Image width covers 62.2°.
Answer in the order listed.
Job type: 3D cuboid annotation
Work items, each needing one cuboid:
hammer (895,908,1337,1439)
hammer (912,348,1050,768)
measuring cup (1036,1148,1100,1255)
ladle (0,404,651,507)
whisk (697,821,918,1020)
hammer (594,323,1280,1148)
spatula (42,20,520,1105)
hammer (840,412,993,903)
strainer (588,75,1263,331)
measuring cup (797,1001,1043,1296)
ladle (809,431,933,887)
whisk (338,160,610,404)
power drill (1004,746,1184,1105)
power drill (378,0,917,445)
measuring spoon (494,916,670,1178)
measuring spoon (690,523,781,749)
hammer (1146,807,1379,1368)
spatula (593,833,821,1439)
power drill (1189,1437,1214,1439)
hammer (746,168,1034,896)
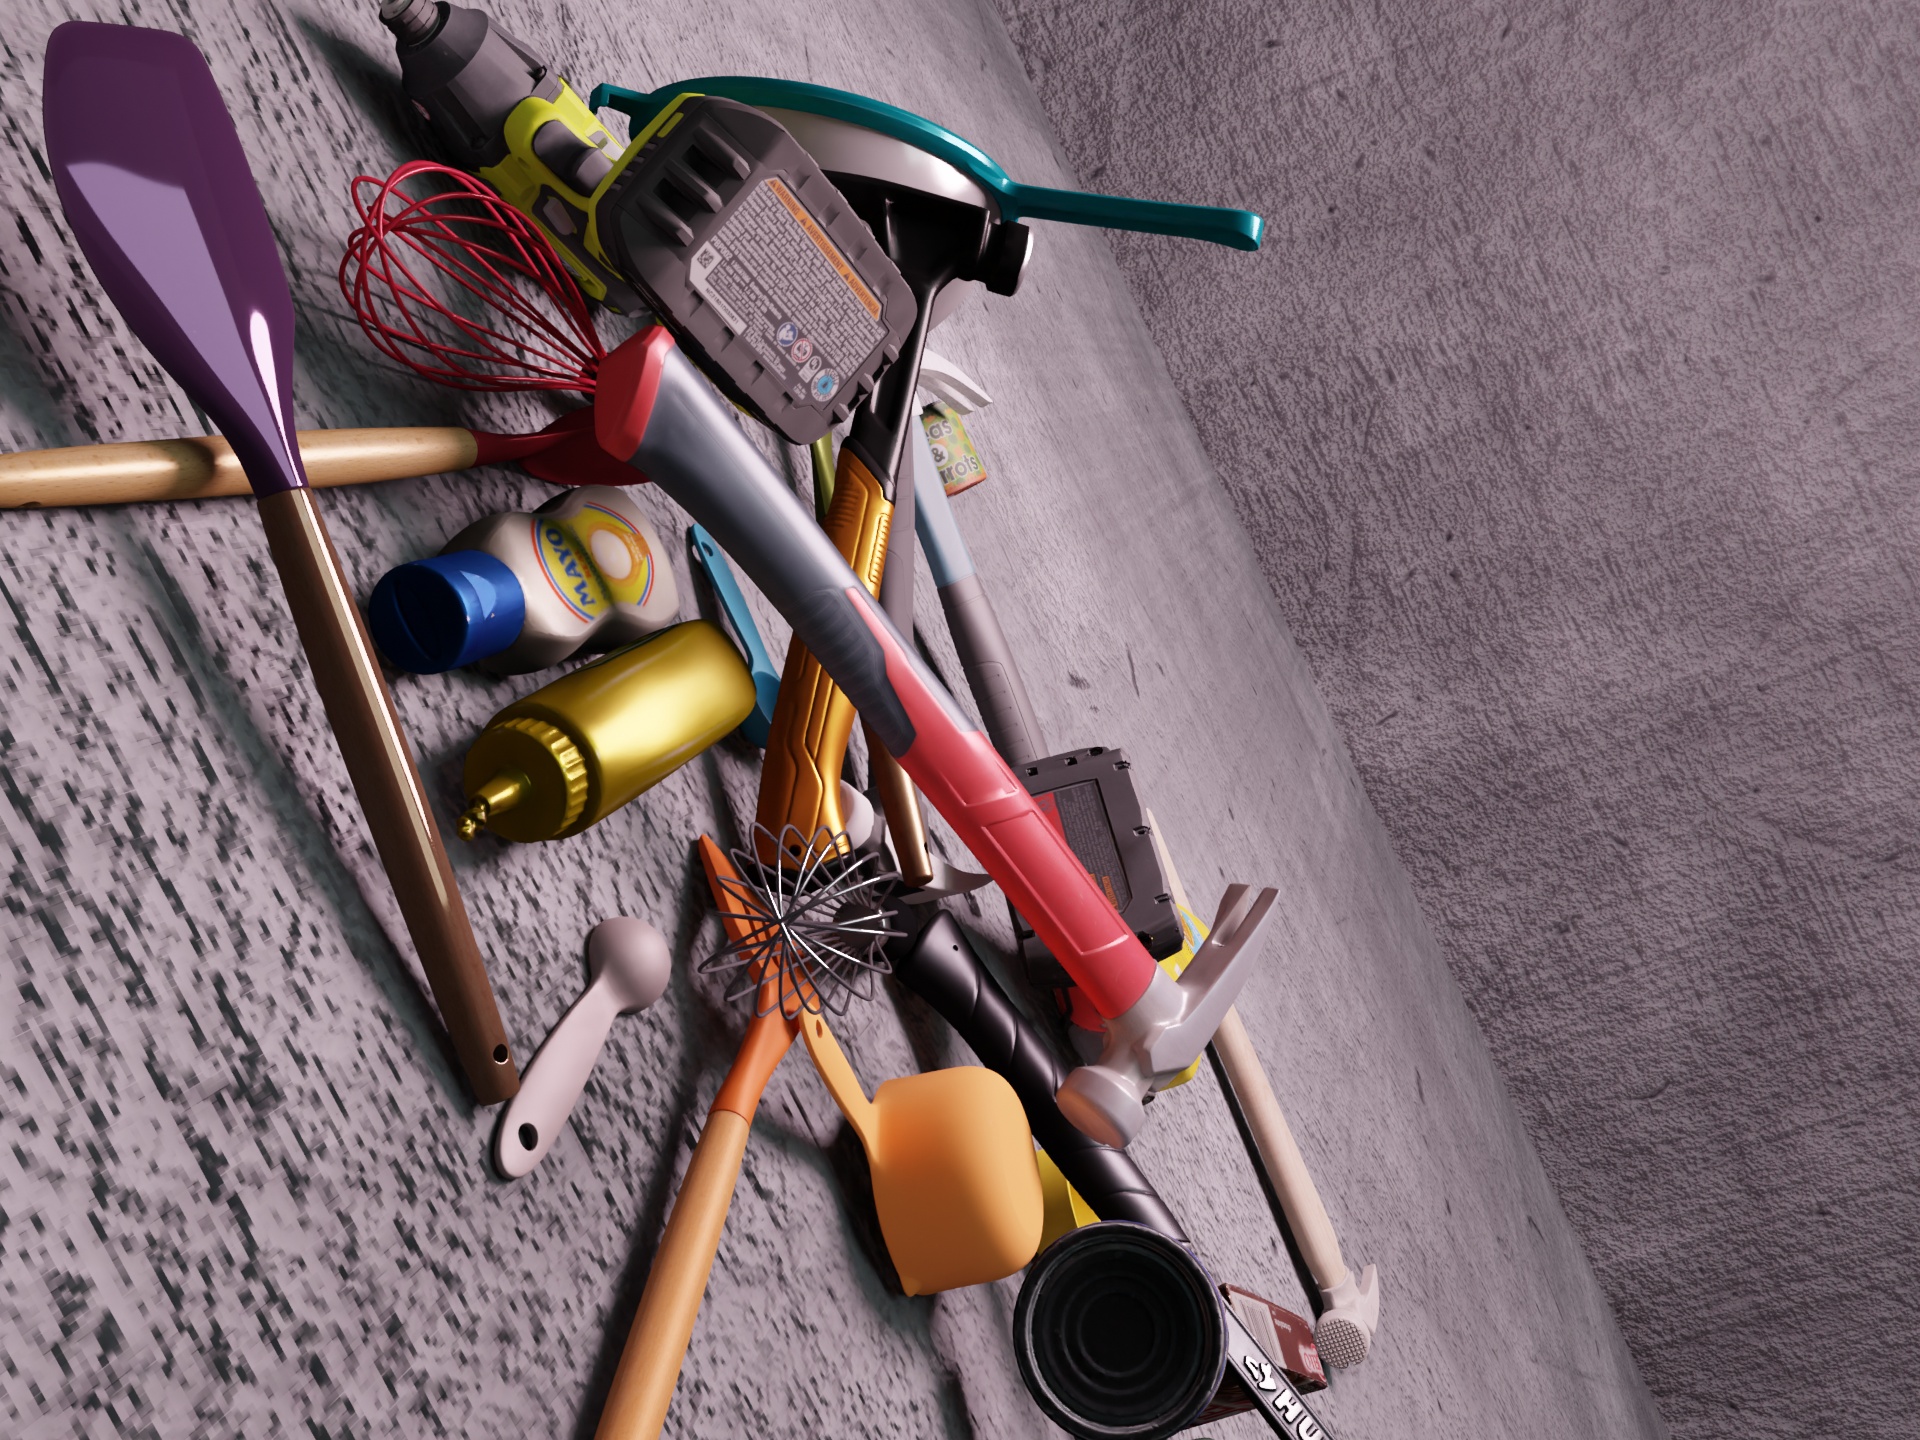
[{"bbox_3d":[0.104,0.246,0.698,0.149,0.036,0.409,-18,61,-46],"label":"hammer"},{"bbox_3d":[0.001,-0.072,0.973,0.128,0.033,0.331,-26,99,-33],"label":"hammer"},{"bbox_3d":[0.064,0.274,0.798,0.062,0.029,0.156,-86,158,-56],"label":"measuring cup"},{"bbox_3d":[-0.184,-0.088,0.529,0.315,0.069,0.031,-28,101,-65],"label":"ladle"},{"bbox_3d":[-0.042,0.079,0.613,0.284,0.070,0.070,58,10,-81],"label":"whisk"},{"bbox_3d":[-0.001,-0.002,0.641,0.143,0.038,0.386,-50,117,-26],"label":"hammer"},{"bbox_3d":[-0.183,-0.038,0.446,0.060,0.018,0.316,-28,102,-55],"label":"spatula"},{"bbox_3d":[-0.034,-0.062,0.844,0.146,0.035,0.335,42,39,-51],"label":"hammer"},{"bbox_3d":[-0.019,-0.240,0.833,0.211,0.340,0.095,20,82,-75],"label":"strainer"},{"bbox_3d":[-0.011,0.158,0.626,0.095,0.052,0.173,-91,163,-46],"label":"measuring cup"},{"bbox_3d":[-0.067,-0.067,0.752,0.078,0.062,0.320,48,24,-64],"label":"ladle"},{"bbox_3d":[-0.158,-0.148,0.663,0.073,0.073,0.295,69,12,12],"label":"whisk"},{"bbox_3d":[0.072,0.118,0.854,0.219,0.078,0.143,73,3,-61],"label":"power drill"},{"bbox_3d":[-0.134,-0.210,0.643,0.223,0.080,0.171,37,-4,39],"label":"power drill"},{"bbox_3d":[-0.118,0.102,0.512,0.034,0.018,0.124,59,20,-18],"label":"measuring spoon"},{"bbox_3d":[-0.106,-0.036,0.734,0.042,0.021,0.129,24,35,-60],"label":"measuring spoon"},{"bbox_3d":[0.212,0.258,1.186,0.411,0.038,0.146,67,17,6],"label":"hammer"},{"bbox_3d":[-0.089,0.155,0.523,0.081,0.041,0.323,55,25,-25],"label":"spatula"},{"bbox_3d":[0.095,0.381,0.653,0.228,0.080,0.191,48,20,-46],"label":"power drill"},{"bbox_3d":[-0.054,-0.089,0.706,0.034,0.127,0.337,130,-29,-70],"label":"hammer"}]
